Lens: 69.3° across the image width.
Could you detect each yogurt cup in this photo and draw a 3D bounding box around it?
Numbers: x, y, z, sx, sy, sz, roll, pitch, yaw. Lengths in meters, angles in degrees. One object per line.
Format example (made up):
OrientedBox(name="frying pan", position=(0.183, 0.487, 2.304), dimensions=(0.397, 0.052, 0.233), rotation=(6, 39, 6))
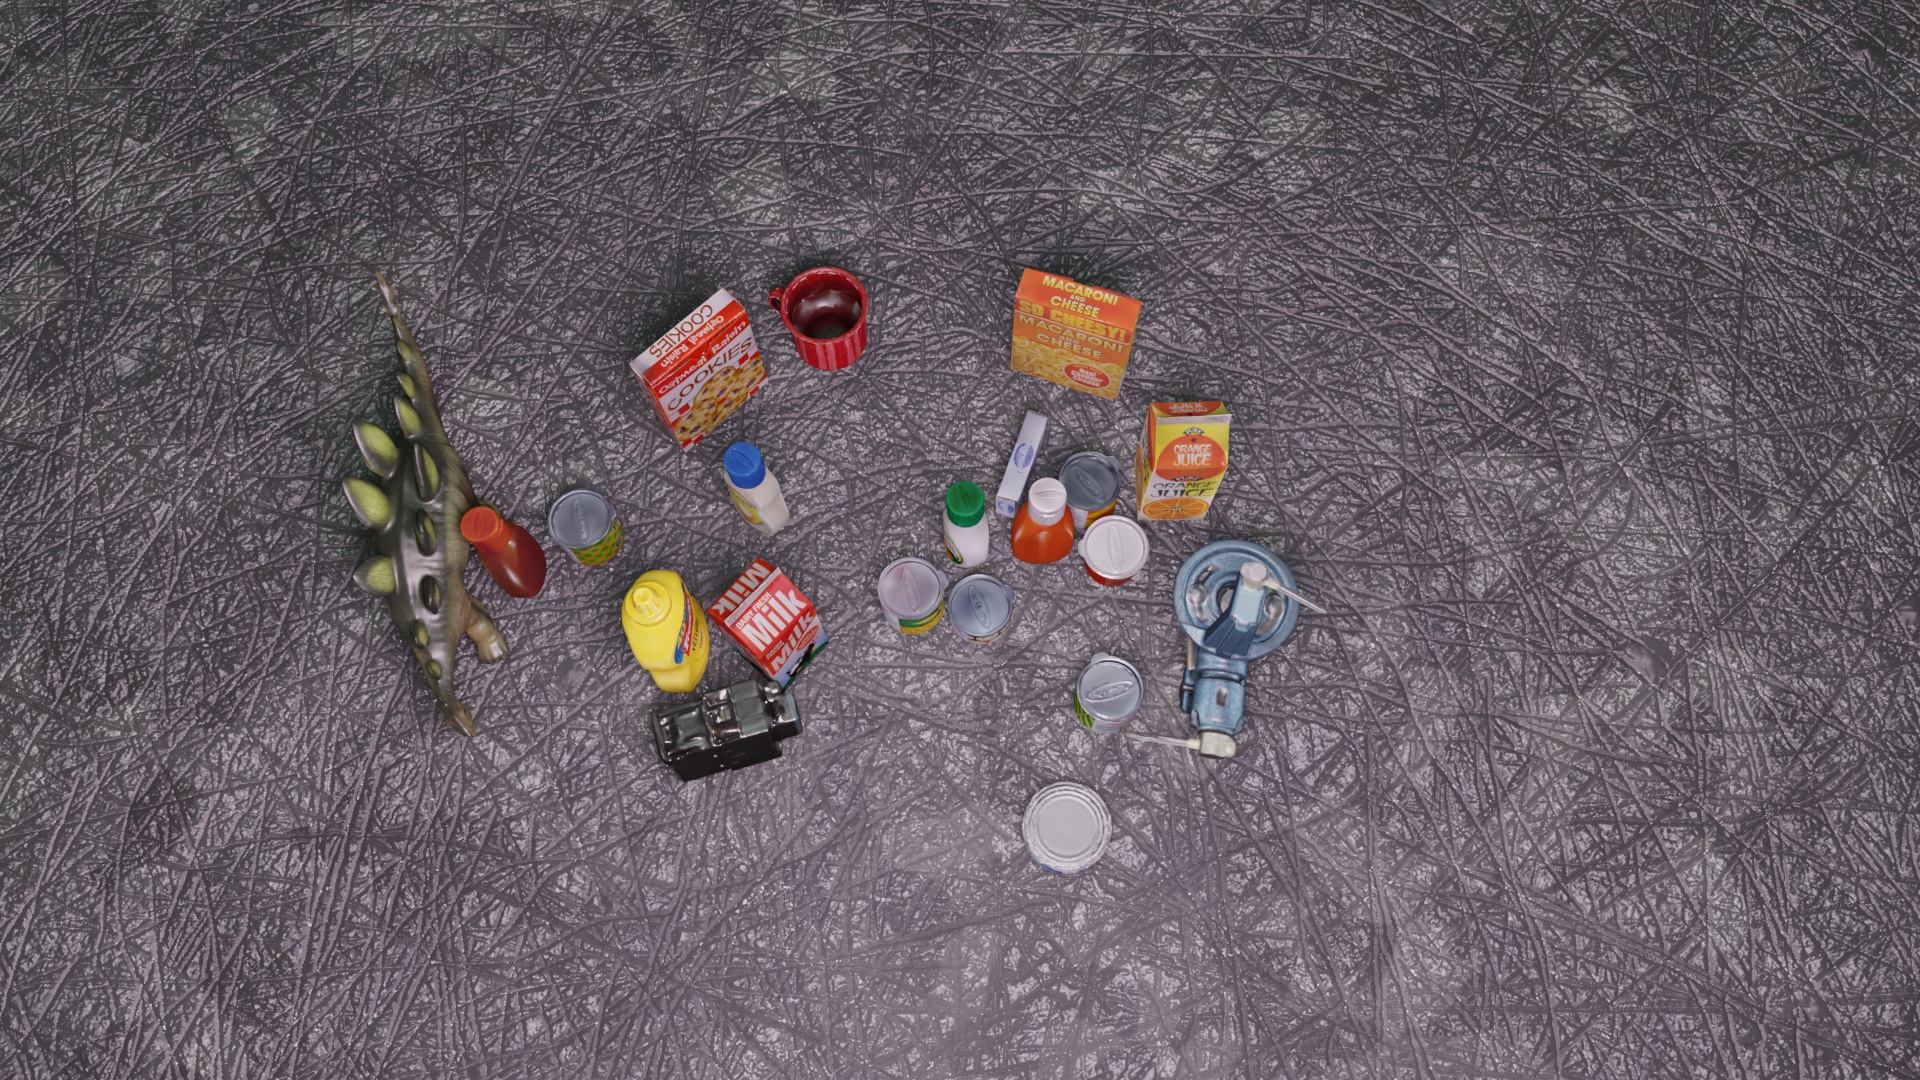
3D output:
OrientedBox(name="yogurt cup", position=(0.157, 0.014, 1.429), dimensions=(0.072, 0.053, 0.072), rotation=(0, 71, 0))

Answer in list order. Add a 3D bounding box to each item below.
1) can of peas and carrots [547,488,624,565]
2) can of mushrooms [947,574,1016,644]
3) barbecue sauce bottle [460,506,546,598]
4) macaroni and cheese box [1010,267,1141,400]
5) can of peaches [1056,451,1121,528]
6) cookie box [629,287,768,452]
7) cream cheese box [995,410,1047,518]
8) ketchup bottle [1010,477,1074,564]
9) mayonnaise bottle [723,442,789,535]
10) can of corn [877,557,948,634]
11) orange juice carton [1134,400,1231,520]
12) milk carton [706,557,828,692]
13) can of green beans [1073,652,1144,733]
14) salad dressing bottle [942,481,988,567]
OrientedBox(name="can of peas and carrots", position=(-0.385, -0.014, 1.438), dimensions=(0.071, 0.058, 0.071), rotation=(0, 71, 0))
OrientedBox(name="can of mushrooms", position=(0.022, 0.070, 1.420), dimensions=(0.071, 0.033, 0.071), rotation=(0, 70, 0))
OrientedBox(name="barbecue sauce bottle", position=(-0.454, 0.008, 1.383), dimensions=(0.044, 0.148, 0.065), rotation=(-5, 71, -1))
OrientedBox(name="macaroni and cheese box", position=(0.117, -0.214, 1.451), dimensions=(0.124, 0.166, 0.040), rotation=(18, 72, 6))
OrientedBox(name="can of peaches", position=(0.134, -0.053, 1.451), dimensions=(0.071, 0.058, 0.071), rotation=(0, 71, 0))
OrientedBox(name="cookie box", position=(-0.266, -0.173, 1.437), dimensions=(0.123, 0.167, 0.040), rotation=(-43, 76, -13))
OrientedBox(name="cream cheese box", position=(0.064, -0.079, 1.463), dimensions=(0.024, 0.053, 0.104), rotation=(18, 72, 7))
OrientedBox(name="ketchup bottle", position=(0.084, -0.019, 1.391), dimensions=(0.065, 0.148, 0.043), rotation=(-5, 71, -1))
OrientedBox(name="mayonnaise bottle", position=(-0.210, -0.055, 1.405), dimensions=(0.065, 0.147, 0.041), rotation=(38, 75, 12))
OrientedBox(name="can of corn", position=(-0.047, 0.056, 1.412), dimensions=(0.071, 0.058, 0.071), rotation=(0, 71, 0))
OrientedBox(name="orange juice carton", position=(0.220, -0.085, 1.391), dimensions=(0.072, 0.192, 0.073), rotation=(-1, 71, 0))
OrientedBox(name="milk carton", position=(-0.186, 0.079, 1.335), dimensions=(0.073, 0.190, 0.072), rotation=(39, 76, 13))
OrientedBox(name="can of green beans", position=(0.146, 0.154, 1.377), dimensions=(0.071, 0.057, 0.071), rotation=(0, 71, 0))
OrientedBox(name="salad dressing bottle", position=(0.005, -0.017, 1.391), dimensions=(0.044, 0.147, 0.064), rotation=(-20, 72, -6))
